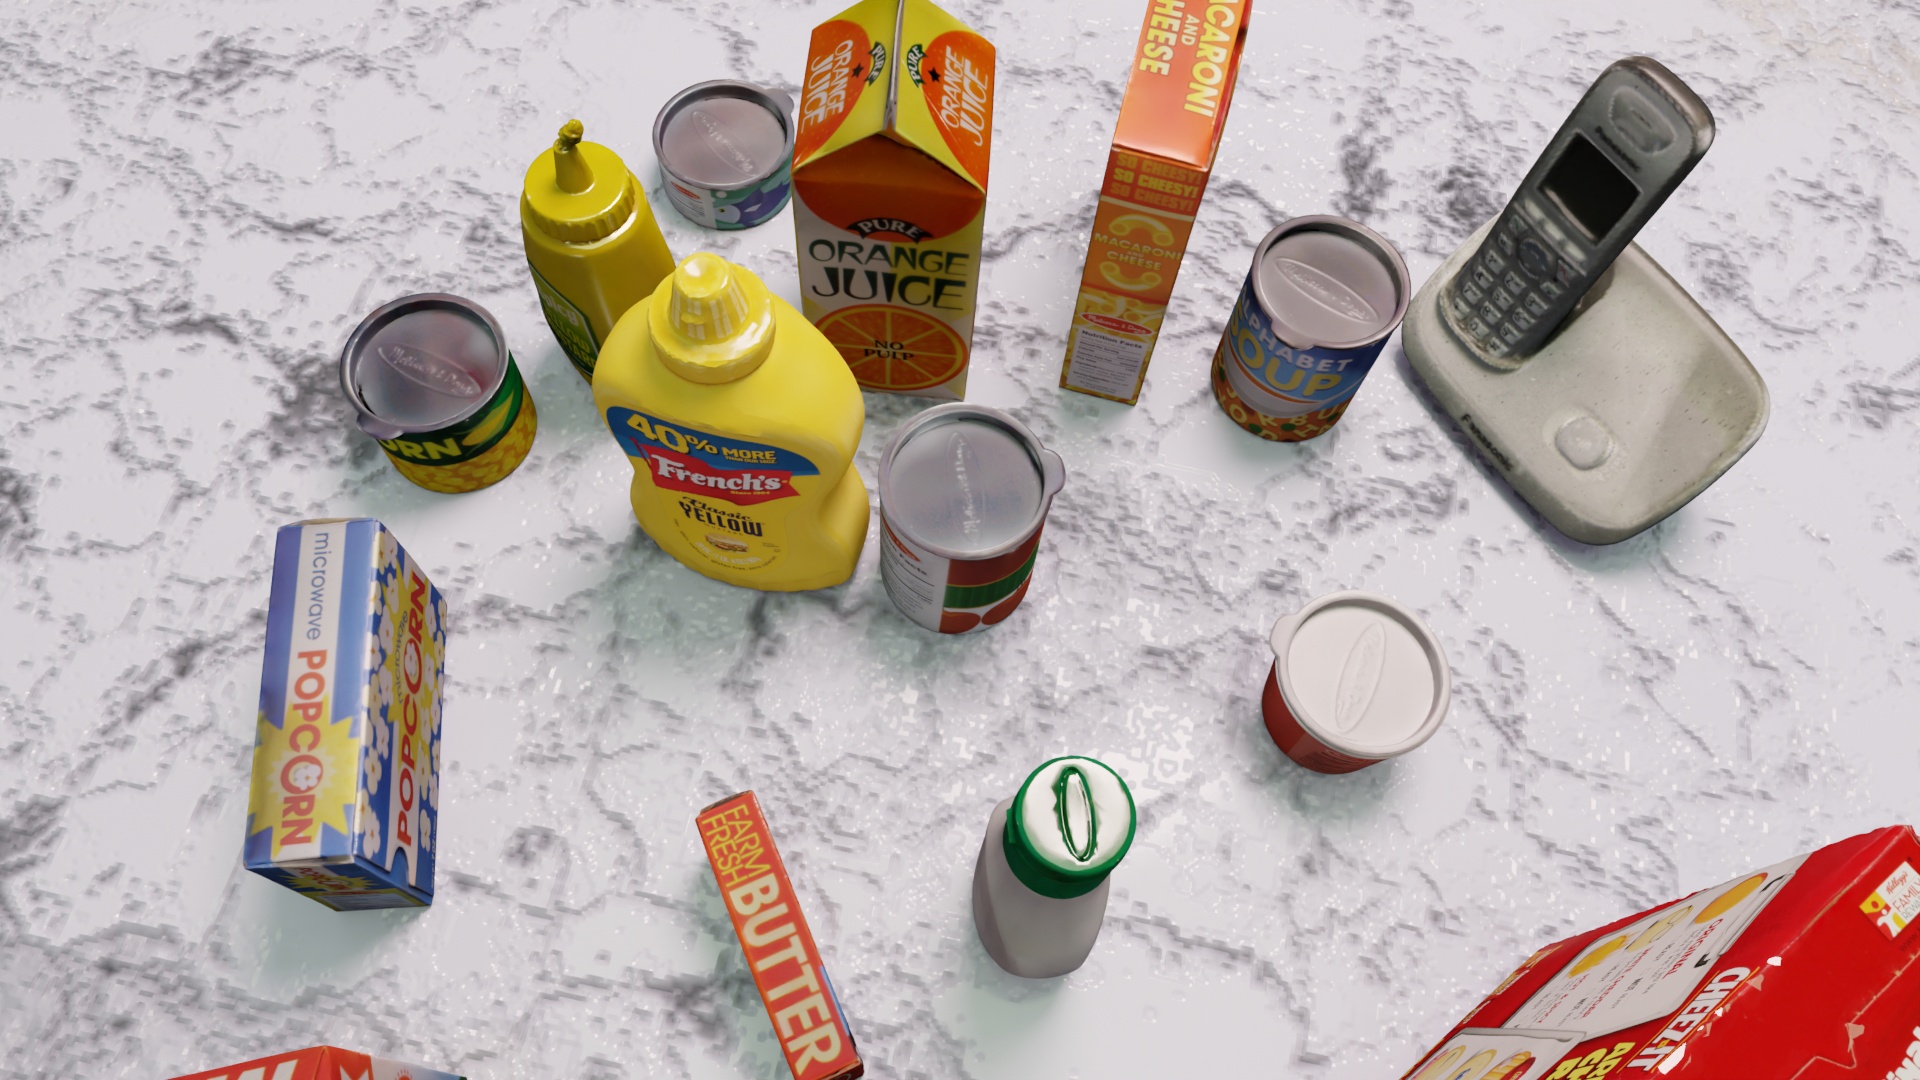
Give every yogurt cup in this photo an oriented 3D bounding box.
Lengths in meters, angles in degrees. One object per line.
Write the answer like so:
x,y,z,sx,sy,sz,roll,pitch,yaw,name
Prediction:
0.153,0.060,0.553,0.072,0.053,0.072,1,65,-3,yogurt cup

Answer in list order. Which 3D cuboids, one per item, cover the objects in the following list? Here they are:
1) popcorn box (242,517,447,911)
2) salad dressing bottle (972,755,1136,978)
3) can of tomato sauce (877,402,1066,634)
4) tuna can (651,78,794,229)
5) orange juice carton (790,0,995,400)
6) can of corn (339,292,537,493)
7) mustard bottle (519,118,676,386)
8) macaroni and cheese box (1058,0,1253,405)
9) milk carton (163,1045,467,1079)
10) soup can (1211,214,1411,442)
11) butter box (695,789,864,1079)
-0.222,0.065,0.511,0.038,0.085,0.127,-5,66,-5,popcorn box
0.030,0.110,0.471,0.044,0.147,0.064,-4,66,-5,salad dressing bottle
0.002,-0.007,0.559,0.071,0.082,0.071,1,65,-3,can of tomato sauce
-0.109,-0.185,0.662,0.071,0.032,0.071,1,65,-3,tuna can
-0.026,-0.136,0.557,0.073,0.191,0.072,5,65,-1,orange juice carton
-0.218,-0.059,0.583,0.071,0.058,0.071,1,65,-3,can of corn
-0.146,-0.114,0.557,0.065,0.159,0.049,43,70,15,mustard bottle
0.082,-0.153,0.585,0.040,0.165,0.124,14,66,3,macaroni and cheese box
-0.197,0.192,0.396,0.072,0.189,0.073,-10,67,-8,milk carton
0.148,-0.088,0.605,0.071,0.083,0.071,1,65,-3,soup can
-0.065,0.146,0.501,0.024,0.053,0.104,-22,68,-12,butter box
